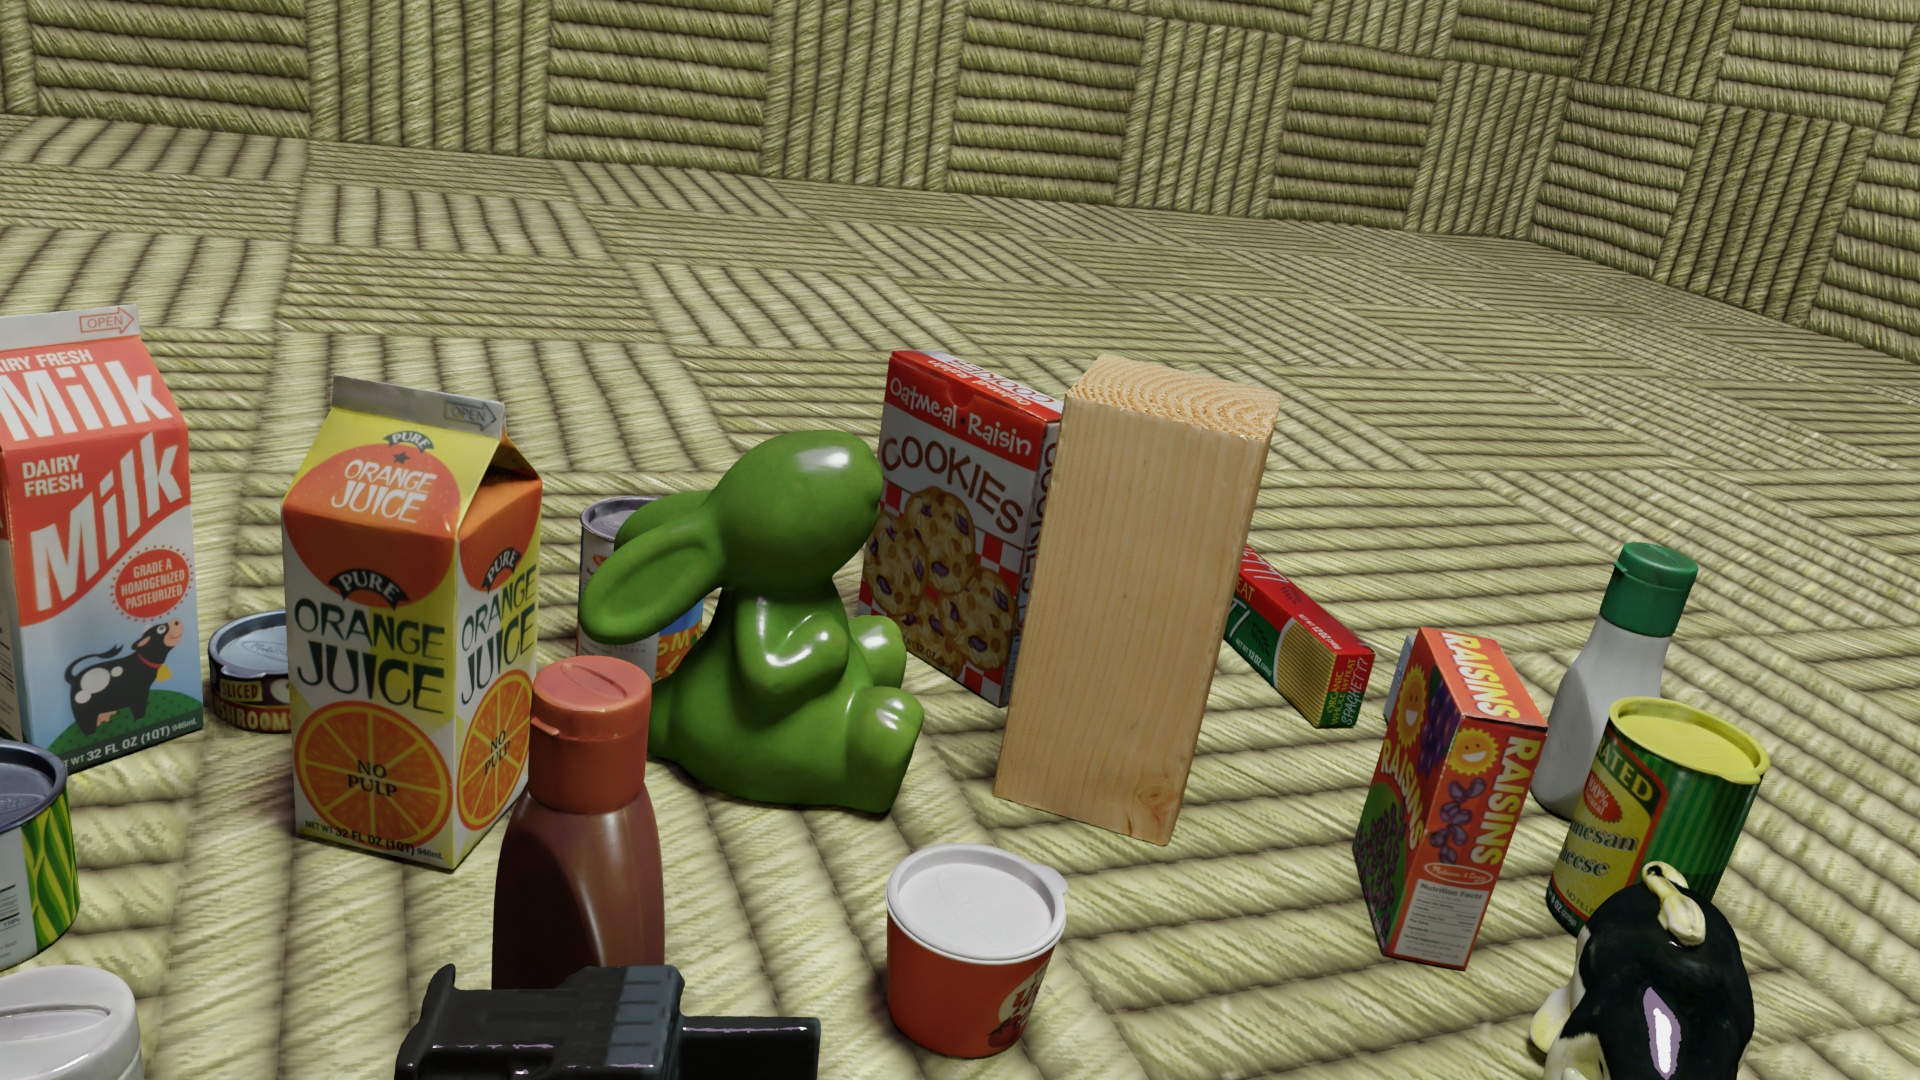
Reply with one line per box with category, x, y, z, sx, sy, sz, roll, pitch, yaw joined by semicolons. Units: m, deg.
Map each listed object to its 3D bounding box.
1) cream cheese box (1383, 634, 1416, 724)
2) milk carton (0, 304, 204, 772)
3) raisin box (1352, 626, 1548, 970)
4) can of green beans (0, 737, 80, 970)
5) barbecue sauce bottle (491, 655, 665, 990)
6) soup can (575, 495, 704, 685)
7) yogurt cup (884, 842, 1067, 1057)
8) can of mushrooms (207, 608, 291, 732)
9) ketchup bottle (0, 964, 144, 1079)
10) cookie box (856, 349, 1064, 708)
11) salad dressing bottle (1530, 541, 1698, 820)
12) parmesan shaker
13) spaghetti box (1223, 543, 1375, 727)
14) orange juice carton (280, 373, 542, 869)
cream cheese box;0.259;0.098;0.759;0.024;0.053;0.104;9;22;2
milk carton;-0.379;-0.004;0.589;0.073;0.189;0.072;22;25;29
raisin box;0.214;0.112;0.617;0.040;0.122;0.086;10;22;3
can of green beans;-0.352;0.112;0.492;0.071;0.057;0.071;8;22;-3
barbecue sauce bottle;-0.125;0.111;0.460;0.065;0.148;0.044;22;25;30
soup can;-0.167;0.026;0.736;0.071;0.083;0.071;8;22;-3
yogurt cup;0.002;0.156;0.525;0.072;0.053;0.073;8;22;-3
can of mushrooms;-0.320;0.062;0.658;0.071;0.033;0.071;8;22;-3
ketchup bottle;-0.196;0.164;0.305;0.065;0.148;0.044;0;23;-20
cookie box;0.003;-0.010;0.775;0.040;0.166;0.123;-13;31;-43
salad dressing bottle;0.341;0.075;0.723;0.044;0.147;0.064;8;22;-2
parmesan shaker;0.315;0.133;0.631;0.071;0.102;0.071;8;22;-3
spaghetti box;0.179;0.035;0.887;0.029;0.050;0.251;0;24;-20
orange juice carton;-0.220;0.029;0.565;0.072;0.191;0.073;11;22;6
